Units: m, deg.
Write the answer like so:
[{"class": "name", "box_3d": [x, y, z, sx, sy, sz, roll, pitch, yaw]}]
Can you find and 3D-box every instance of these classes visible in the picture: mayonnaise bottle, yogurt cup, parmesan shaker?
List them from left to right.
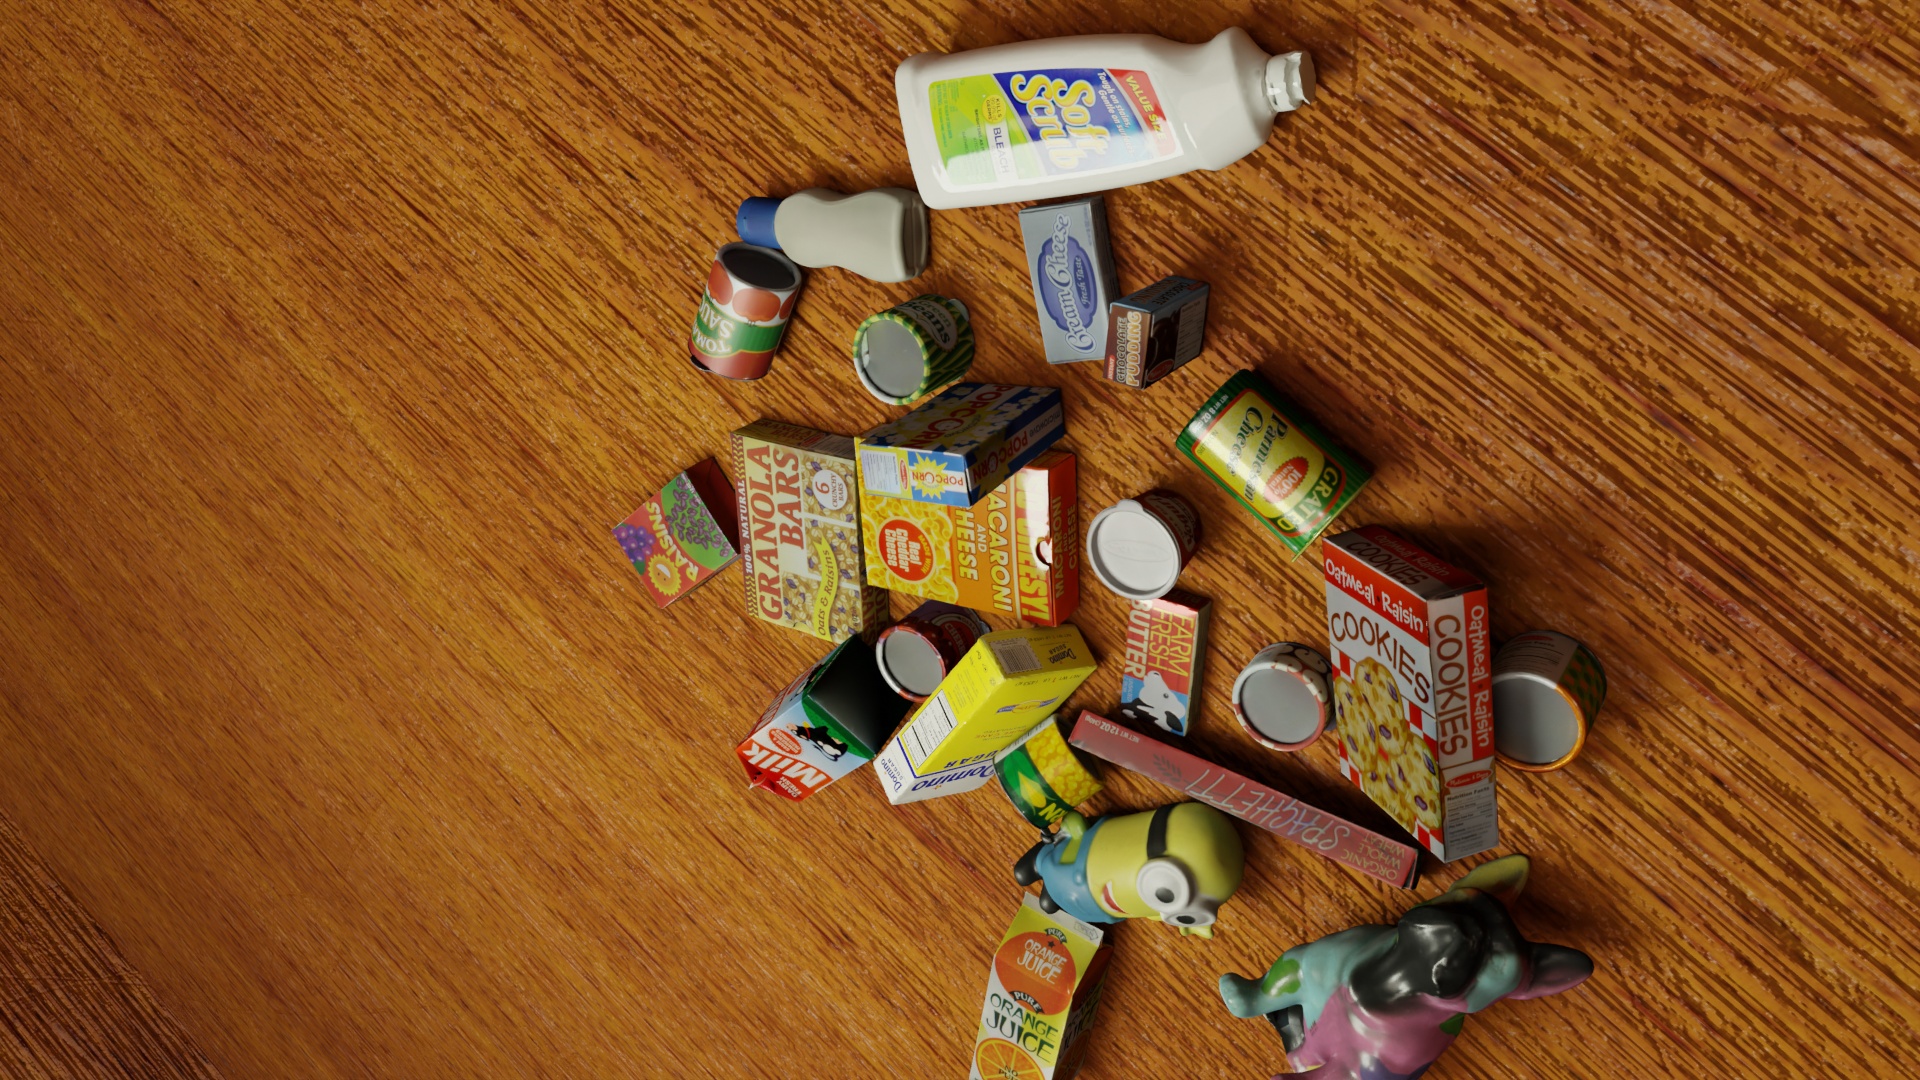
[{"class": "mayonnaise bottle", "box_3d": [-0.093, -0.222, 0.989, 0.148, 0.041, 0.064, 14, 117, 31]}, {"class": "yogurt cup", "box_3d": [0.126, 0.000, 0.926, 0.072, 0.054, 0.072, 15, 119, 30]}, {"class": "parmesan shaker", "box_3d": [0.189, -0.046, 0.851, 0.103, 0.071, 0.071, 43, 129, 11]}]

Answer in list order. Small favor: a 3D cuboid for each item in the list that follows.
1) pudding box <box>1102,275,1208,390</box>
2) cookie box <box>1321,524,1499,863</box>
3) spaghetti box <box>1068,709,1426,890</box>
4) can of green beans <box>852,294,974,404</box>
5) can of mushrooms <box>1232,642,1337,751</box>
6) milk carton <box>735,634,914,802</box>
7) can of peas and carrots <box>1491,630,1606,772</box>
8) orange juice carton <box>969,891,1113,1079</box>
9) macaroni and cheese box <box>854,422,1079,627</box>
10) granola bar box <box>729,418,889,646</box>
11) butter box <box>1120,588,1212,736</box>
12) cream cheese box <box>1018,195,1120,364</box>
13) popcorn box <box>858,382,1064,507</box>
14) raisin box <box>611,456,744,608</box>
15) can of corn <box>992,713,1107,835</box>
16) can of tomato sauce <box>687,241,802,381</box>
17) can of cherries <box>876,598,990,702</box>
[{"class": "pudding box", "box_3d": [0.121, -0.129, 0.851, 0.030, 0.084, 0.049, 20, 121, 28]}, {"class": "cookie box", "box_3d": [0.268, 0.087, 0.831, 0.123, 0.040, 0.166, -130, 28, -69]}, {"class": "spaghetti box", "box_3d": [0.195, 0.177, 0.958, 0.250, 0.050, 0.028, 20, 86, 27]}, {"class": "can of green beans", "box_3d": [-0.033, -0.134, 0.975, 0.071, 0.058, 0.071, 15, 119, 29]}, {"class": "can of mushrooms", "box_3d": [0.218, 0.106, 0.923, 0.071, 0.033, 0.070, 15, 118, 30]}, {"class": "milk carton", "box_3d": [-0.120, 0.154, 1.139, 0.073, 0.073, 0.189, 43, 142, -8]}, {"class": "can of peas and carrots", "box_3d": [0.340, 0.097, 0.816, 0.071, 0.059, 0.070, 15, 119, 30]}, {"class": "orange juice carton", "box_3d": [0.068, 0.370, 1.126, 0.072, 0.073, 0.191, 24, 122, 25]}, {"class": "macaroni and cheese box", "box_3d": [0.004, -0.013, 1.016, 0.166, 0.040, 0.123, 12, 118, 31]}, {"class": "granola bar box", "box_3d": [-0.120, -0.005, 1.109, 0.124, 0.039, 0.164, 14, 118, 30]}, {"class": "butter box", "box_3d": [0.143, 0.082, 0.972, 0.053, 0.024, 0.103, 16, 120, 28]}, {"class": "cream cheese box", "box_3d": [0.075, -0.169, 0.905, 0.053, 0.024, 0.103, 0, 111, 36]}, {"class": "popcorn box", "box_3d": [0.003, -0.067, 0.935, 0.085, 0.127, 0.038, 9, 120, 32]}, {"class": "raisin box", "box_3d": [-0.235, -0.005, 1.191, 0.123, 0.040, 0.086, -32, 91, 39]}, {"class": "can of corn", "box_3d": [0.068, 0.172, 1.027, 0.058, 0.071, 0.071, -37, 87, 11]}, {"class": "can of tomato sauce", "box_3d": [-0.164, -0.172, 1.043, 0.071, 0.071, 0.082, 38, 127, 15]}, {"class": "can of cherries", "box_3d": [-0.020, 0.083, 1.065, 0.071, 0.059, 0.071, 15, 119, 30]}]
